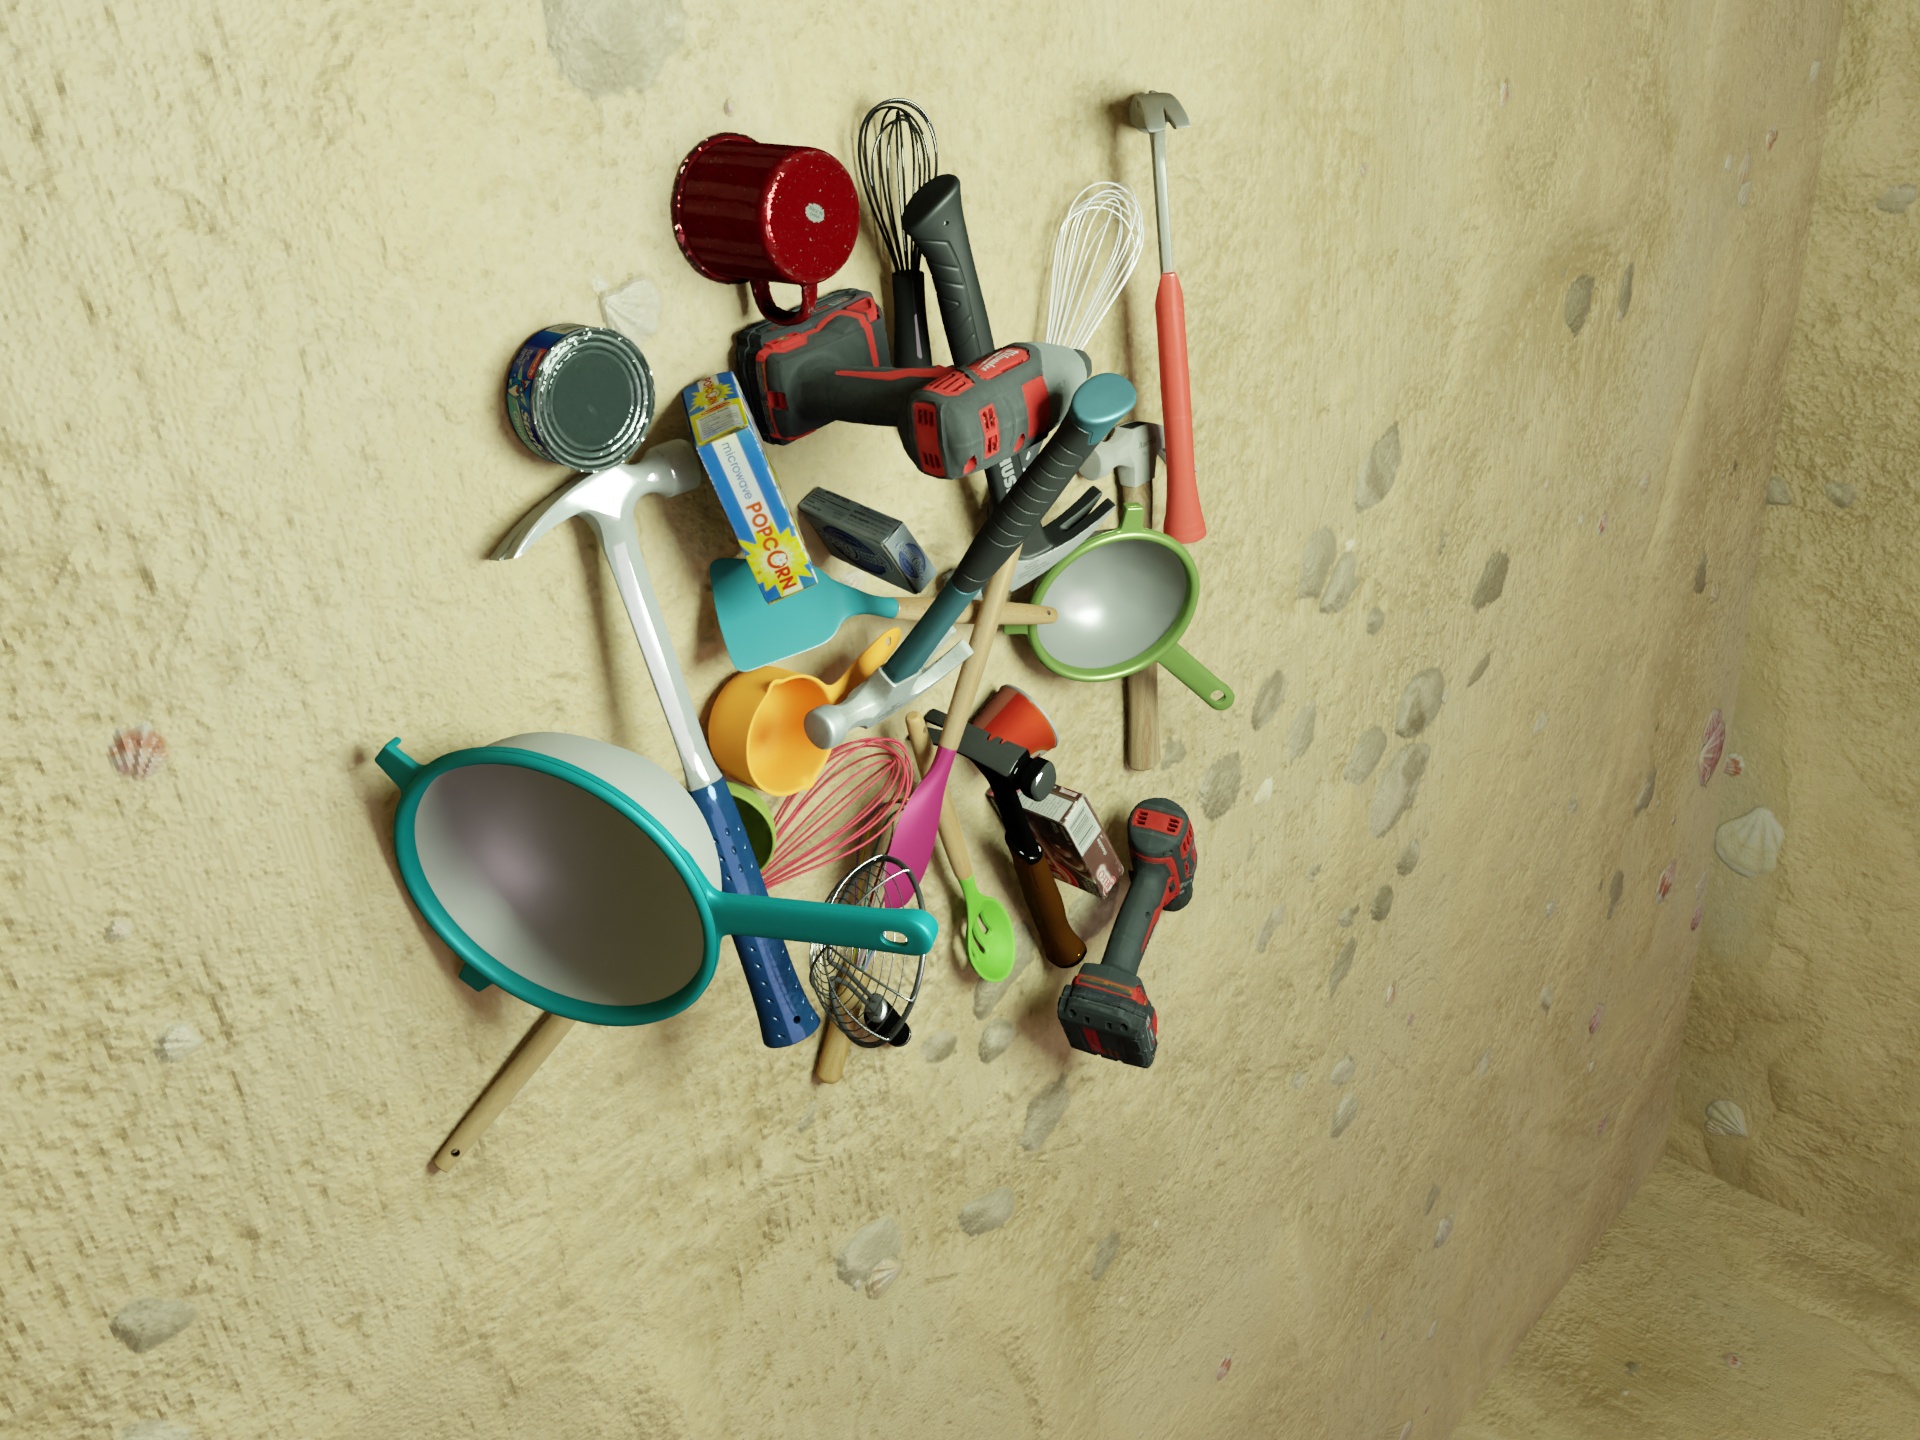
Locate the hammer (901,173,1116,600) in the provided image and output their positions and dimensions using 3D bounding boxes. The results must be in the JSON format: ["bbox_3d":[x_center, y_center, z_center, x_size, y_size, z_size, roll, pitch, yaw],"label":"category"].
[{"bbox_3d":[0.022,-0.235,1.148,0.146,0.035,0.334,-28,135,-11],"label":"hammer"}]

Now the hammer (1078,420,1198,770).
[{"bbox_3d":[0.163,-0.106,1.424,0.130,0.031,0.331,-29,126,-37],"label":"hammer"}]

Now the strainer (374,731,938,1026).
[{"bbox_3d":[-0.167,0.084,0.949,0.095,0.340,0.210,-64,153,-51],"label":"strainer"}]

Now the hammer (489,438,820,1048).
[{"bbox_3d":[-0.175,0.033,1.033,0.144,0.035,0.405,-29,111,-35],"label":"hammer"}]

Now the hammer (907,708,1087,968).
[{"bbox_3d":[0.052,0.116,1.360,0.034,0.127,0.336,-51,146,-22],"label":"hammer"}]

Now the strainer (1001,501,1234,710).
[{"bbox_3d":[0.152,-0.087,1.361,0.151,0.069,0.256,-42,131,15],"label":"strainer"}]

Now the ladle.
[{"bbox_3d":[-0.241,0.172,1.074,0.078,0.062,0.320,43,74,-16],"label":"ladle"}]

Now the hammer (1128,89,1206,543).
[{"bbox_3d":[0.170,-0.308,1.269,0.149,0.036,0.358,-90,173,-62],"label":"hammer"}]

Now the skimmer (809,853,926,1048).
[{"bbox_3d":[-0.044,0.200,1.178,0.363,0.090,0.127,72,14,-68],"label":"skimmer"}]

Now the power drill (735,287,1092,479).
[{"bbox_3d":[-0.028,-0.217,1.019,0.143,0.220,0.078,-33,128,-35],"label":"power drill"}]

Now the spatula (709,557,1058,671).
[{"bbox_3d":[-0.040,-0.079,1.169,0.317,0.044,0.082,-1,70,-47],"label":"spatula"}]

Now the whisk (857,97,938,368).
[{"bbox_3d":[-0.039,-0.309,1.108,0.055,0.055,0.238,-31,131,-36],"label":"whisk"}]

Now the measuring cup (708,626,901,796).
[{"bbox_3d":[-0.111,-0.020,1.144,0.174,0.052,0.095,-46,135,-35],"label":"measuring cup"}]

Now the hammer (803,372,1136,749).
[{"bbox_3d":[0.011,-0.099,1.035,0.128,0.033,0.331,-30,166,-45],"label":"hammer"}]

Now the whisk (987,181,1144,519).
[{"bbox_3d":[0.075,-0.281,1.242,0.070,0.070,0.284,9,104,-49],"label":"whisk"}]

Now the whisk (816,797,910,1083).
[{"bbox_3d":[-0.072,0.178,1.275,0.047,0.051,0.245,2,107,-54],"label":"whisk"}]

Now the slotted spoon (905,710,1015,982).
[{"bbox_3d":[-0.002,0.107,1.311,0.313,0.031,0.070,73,33,-42],"label":"slotted spoon"}]

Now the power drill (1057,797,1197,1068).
[{"bbox_3d":[0.169,0.203,1.487,0.187,0.080,0.227,68,39,-59],"label":"power drill"}]

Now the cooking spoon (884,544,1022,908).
[{"bbox_3d":[-0.002,-0.004,1.200,0.068,0.017,0.319,-1,111,-63],"label":"cooking spoon"}]

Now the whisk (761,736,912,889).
[{"bbox_3d":[-0.147,0.113,1.155,0.296,0.073,0.073,-42,133,-20],"label":"whisk"}]
